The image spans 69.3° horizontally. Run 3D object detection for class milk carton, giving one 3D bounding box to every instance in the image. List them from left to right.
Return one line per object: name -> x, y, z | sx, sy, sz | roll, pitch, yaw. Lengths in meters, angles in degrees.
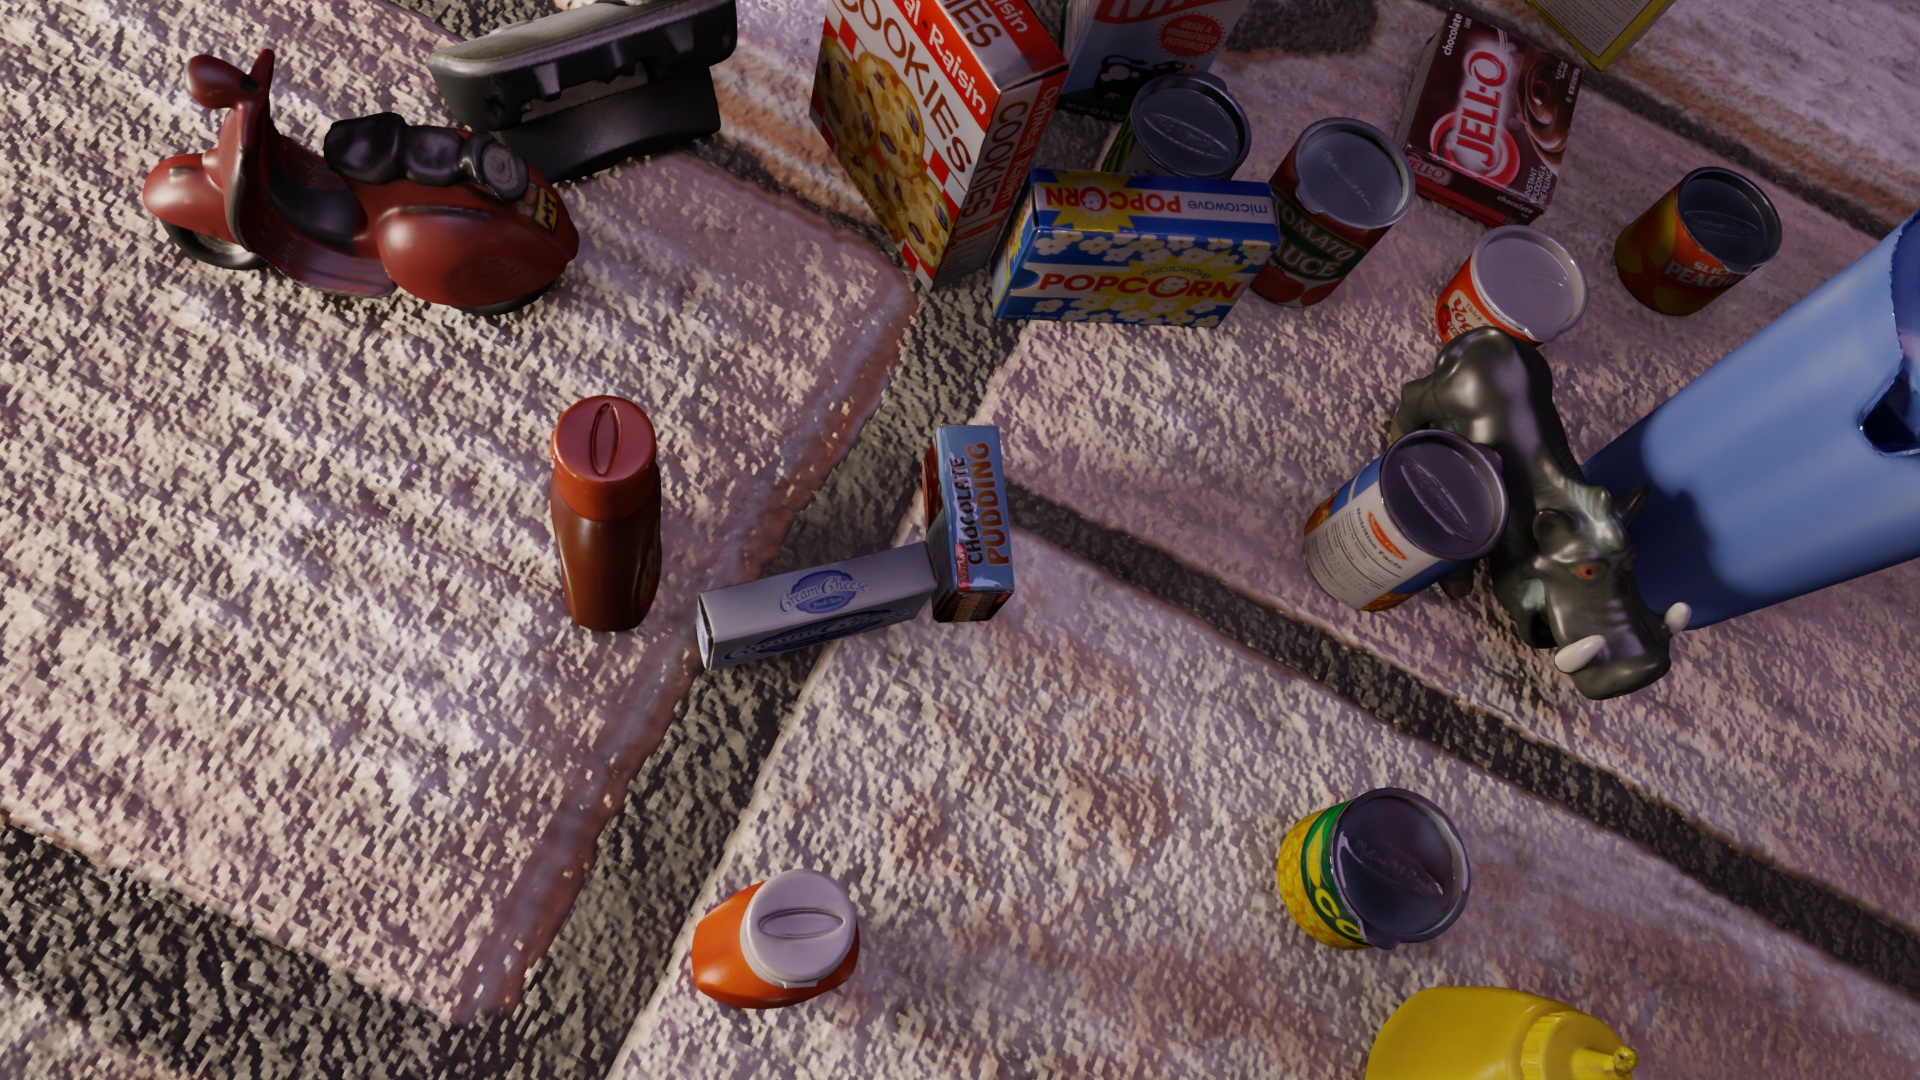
milk carton -> 0.109, -0.299, 0.708 | 0.072, 0.189, 0.074 | 9, 68, -9

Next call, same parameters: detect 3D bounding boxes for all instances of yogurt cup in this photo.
yogurt cup -> 0.298, -0.131, 0.761 | 0.072, 0.053, 0.072 | 4, 69, -11

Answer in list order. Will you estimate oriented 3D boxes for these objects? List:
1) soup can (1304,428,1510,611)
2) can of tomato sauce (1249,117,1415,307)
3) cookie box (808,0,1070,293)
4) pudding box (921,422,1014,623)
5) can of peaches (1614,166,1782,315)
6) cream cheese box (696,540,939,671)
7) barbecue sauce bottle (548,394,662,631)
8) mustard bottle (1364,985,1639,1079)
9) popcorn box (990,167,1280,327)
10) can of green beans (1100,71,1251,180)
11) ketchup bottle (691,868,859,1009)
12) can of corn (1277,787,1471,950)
soup can -> 0.218, -0.009, 0.680 | 0.071, 0.083, 0.071 | 4, 69, -11
can of tomato sauce -> 0.189, -0.170, 0.735 | 0.071, 0.082, 0.071 | 4, 69, -11
cookie box -> -0.016, -0.213, 0.659 | 0.040, 0.166, 0.123 | -29, 79, -21
pudding box -> 0.002, -0.008, 0.650 | 0.030, 0.049, 0.084 | -1, 70, -13
can of peaches -> 0.425, -0.170, 0.802 | 0.071, 0.058, 0.071 | 4, 69, -11
cream cheese box -> -0.065, 0.030, 0.618 | 0.104, 0.053, 0.024 | -13, 74, -17
barbecue sauce bottle -> -0.143, -0.012, 0.564 | 0.044, 0.148, 0.065 | 5, 69, -11
mustard bottle -> 0.220, 0.212, 0.555 | 0.049, 0.159, 0.065 | 33, 67, 1
popcorn box -> 0.086, -0.145, 0.701 | 0.127, 0.085, 0.038 | 0, 70, -13
can of green beans -> 0.114, -0.205, 0.745 | 0.071, 0.057, 0.071 | 4, 69, -11
ketchup bottle -> -0.066, 0.151, 0.520 | 0.065, 0.148, 0.043 | 0, 70, -13
can of corn -> 0.183, 0.151, 0.626 | 0.071, 0.058, 0.071 | 4, 69, -11
